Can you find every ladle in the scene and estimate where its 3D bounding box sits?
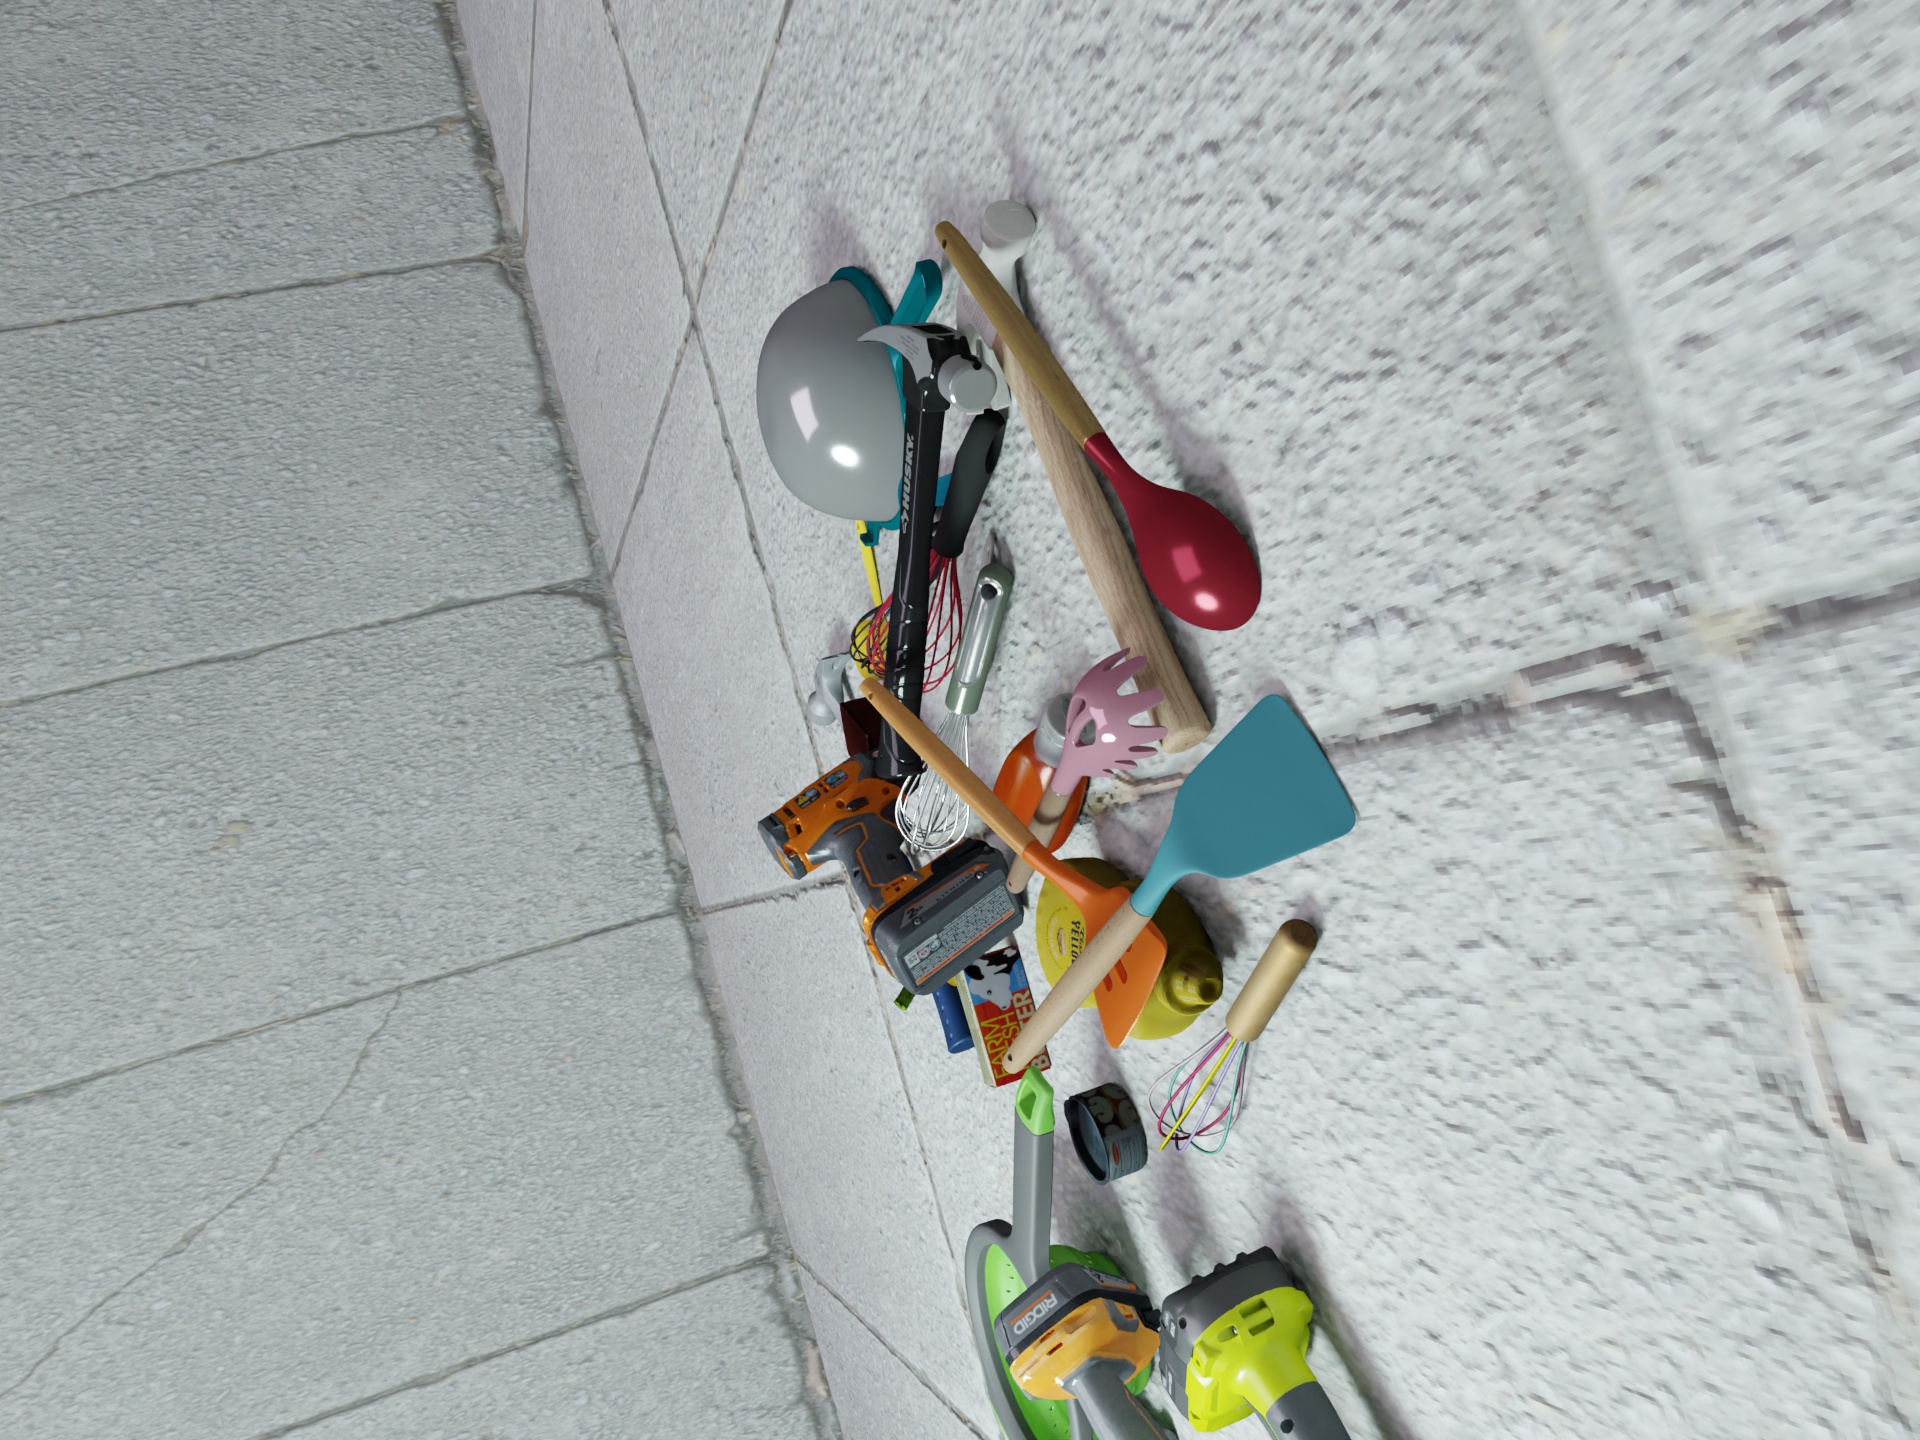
[{"bbox_3d":[0.062,-0.170,0.860,0.316,0.031,0.069,59,146,27],"label":"ladle"}]

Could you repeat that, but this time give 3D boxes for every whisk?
[{"bbox_3d":[0.153,0.186,0.902,0.051,0.047,0.244,61,154,31],"label":"whisk"},{"bbox_3d":[-0.014,-0.112,1.138,0.073,0.073,0.295,65,153,29],"label":"whisk"},{"bbox_3d":[-0.002,-0.004,1.148,0.058,0.059,0.246,22,121,12],"label":"whisk"},{"bbox_3d":[-0.043,-0.094,1.267,0.239,0.055,0.055,126,127,-61],"label":"whisk"}]

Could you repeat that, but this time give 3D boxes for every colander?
[{"bbox_3d":[0.085,0.411,1.201,0.205,0.094,0.396,-132,35,-53],"label":"colander"}]

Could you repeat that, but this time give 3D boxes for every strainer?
[{"bbox_3d":[-0.094,-0.258,1.206,0.340,0.095,0.211,145,109,-72],"label":"strainer"}]

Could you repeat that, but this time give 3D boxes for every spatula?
[{"bbox_3d":[0.097,0.114,0.867,0.082,0.044,0.317,63,143,28],"label":"spatula"},{"bbox_3d":[0.023,0.067,0.993,0.323,0.041,0.081,44,126,36],"label":"spatula"}]

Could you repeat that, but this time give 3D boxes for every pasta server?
[{"bbox_3d":[0.066,0.048,0.984,0.316,0.040,0.060,107,144,-64],"label":"pasta server"}]

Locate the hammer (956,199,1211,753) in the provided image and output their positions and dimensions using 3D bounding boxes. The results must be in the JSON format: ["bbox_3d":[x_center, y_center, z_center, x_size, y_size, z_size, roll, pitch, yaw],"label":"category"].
[{"bbox_3d":[0.067,-0.132,0.927,0.130,0.031,0.331,116,136,-63],"label":"hammer"}]

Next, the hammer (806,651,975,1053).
[{"bbox_3d":[-0.065,0.118,1.507,0.144,0.035,0.406,110,142,-60],"label":"hammer"}]

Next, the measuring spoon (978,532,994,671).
[{"bbox_3d":[0.020,-0.080,1.142,0.034,0.018,0.124,-105,19,-51],"label":"measuring spoon"}]

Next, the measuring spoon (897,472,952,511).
[{"bbox_3d":[-0.009,-0.167,1.162,0.129,0.021,0.042,-3,101,62],"label":"measuring spoon"}]

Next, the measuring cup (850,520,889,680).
[{"bbox_3d":[-0.087,-0.109,1.403,0.062,0.029,0.156,-148,44,-64],"label":"measuring cup"}]

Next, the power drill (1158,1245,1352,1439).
[{"bbox_3d":[0.202,0.429,0.894,0.223,0.080,0.171,53,156,44],"label":"power drill"}]

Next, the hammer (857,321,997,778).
[{"bbox_3d":[-0.035,-0.105,1.075,0.146,0.035,0.334,-130,38,-50],"label":"hammer"}]

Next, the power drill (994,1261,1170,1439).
[{"bbox_3d":[0.132,0.473,1.022,0.185,0.084,0.226,38,-168,-50],"label":"power drill"}]

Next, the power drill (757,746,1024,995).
[{"bbox_3d":[-0.047,0.102,1.282,0.227,0.164,0.084,39,159,46],"label":"power drill"}]

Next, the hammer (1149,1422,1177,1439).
[{"bbox_3d":[0.175,0.705,1.251,0.128,0.033,0.331,152,102,-71],"label":"hammer"}]
